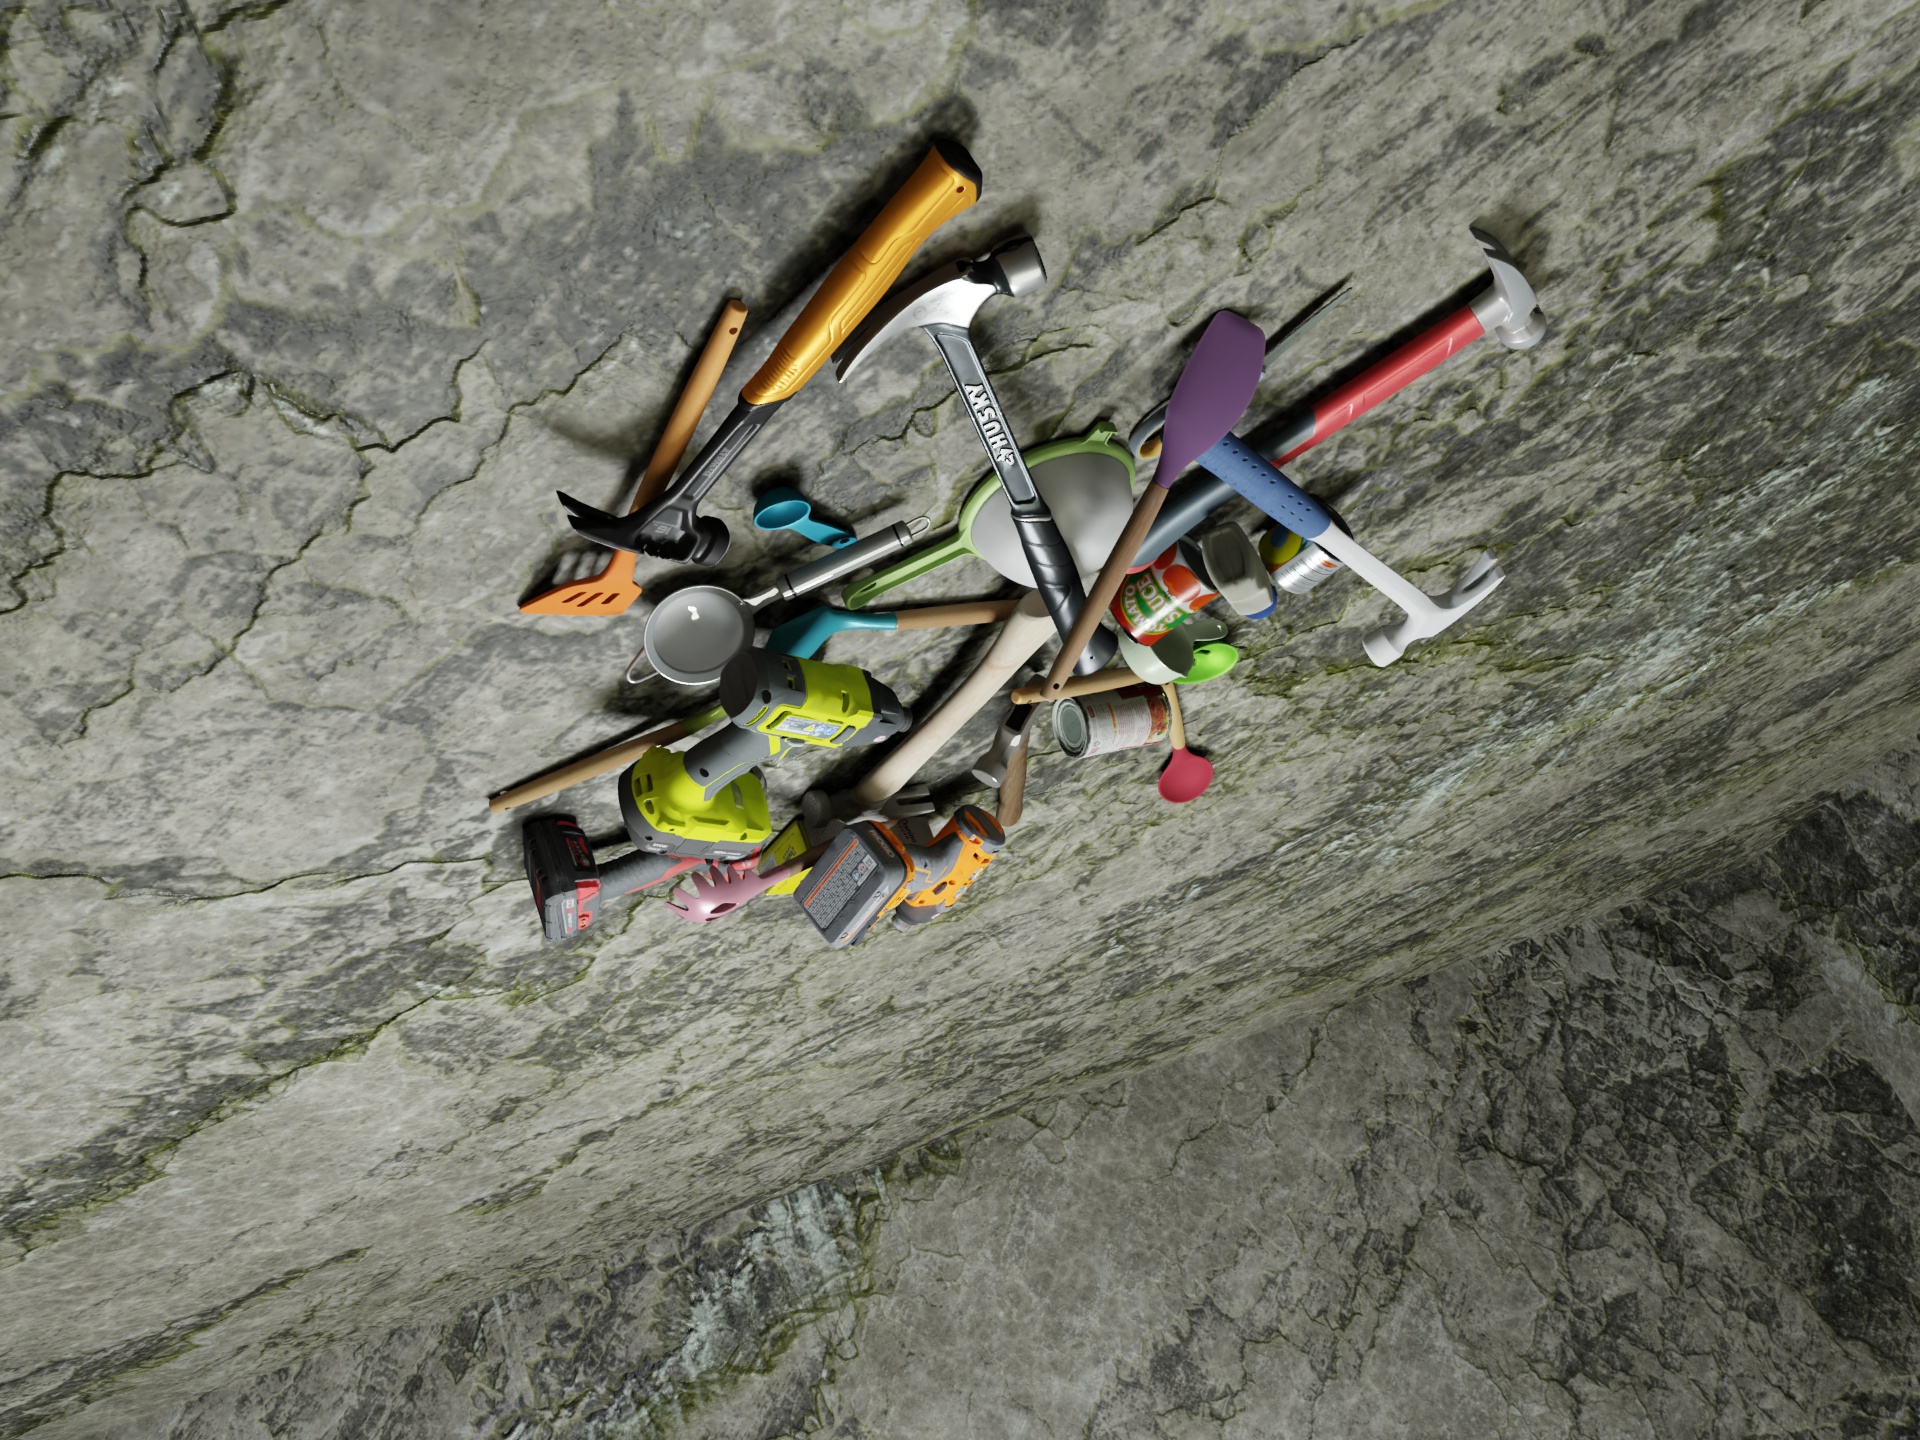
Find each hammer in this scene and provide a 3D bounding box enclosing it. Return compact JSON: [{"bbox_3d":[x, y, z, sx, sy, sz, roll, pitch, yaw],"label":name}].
[{"bbox_3d":[0.274,-0.240,1.273,0.386,0.038,0.143,-33,151,21],"label":"hammer"},{"bbox_3d":[0.041,-0.160,1.149,0.149,0.036,0.408,-22,140,6],"label":"hammer"},{"bbox_3d":[0.307,-0.160,1.322,0.144,0.035,0.405,-36,139,28],"label":"hammer"},{"bbox_3d":[-0.002,-0.005,1.476,0.146,0.038,0.410,-5,154,-34],"label":"hammer"},{"bbox_3d":[0.055,0.048,1.613,0.130,0.031,0.331,-59,170,-16],"label":"hammer"},{"bbox_3d":[-0.110,-0.221,0.978,0.337,0.034,0.127,-44,150,27],"label":"hammer"}]

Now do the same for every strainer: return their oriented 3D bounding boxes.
[{"bbox_3d":[0.031,-0.129,1.260,0.256,0.069,0.151,-25,154,2],"label":"strainer"},{"bbox_3d":[-0.140,-0.098,1.212,0.258,0.050,0.086,-25,128,3],"label":"strainer"}]

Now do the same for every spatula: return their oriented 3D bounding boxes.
[{"bbox_3d":[-0.212,-0.160,1.070,0.081,0.041,0.322,-1,143,-36],"label":"spatula"},{"bbox_3d":[-0.030,-0.077,1.344,0.317,0.044,0.082,-8,141,-28],"label":"spatula"},{"bbox_3d":[0.138,-0.152,1.186,0.059,0.018,0.316,23,104,-22],"label":"spatula"}]

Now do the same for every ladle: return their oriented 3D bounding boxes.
[{"bbox_3d":[-0.255,0.027,1.359,0.320,0.062,0.078,-22,161,6],"label":"ladle"},{"bbox_3d":[0.237,0.016,1.752,0.069,0.031,0.315,-25,152,0],"label":"ladle"}]

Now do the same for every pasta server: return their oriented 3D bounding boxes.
[{"bbox_3d":[-0.160,0.134,1.567,0.316,0.040,0.060,-23,157,-50],"label":"pasta server"}]

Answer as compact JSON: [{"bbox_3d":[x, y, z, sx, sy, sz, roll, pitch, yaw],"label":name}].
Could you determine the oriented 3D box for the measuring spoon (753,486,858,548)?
[{"bbox_3d":[-0.112,-0.150,1.178,0.042,0.021,0.128,-25,164,20],"label":"measuring spoon"}]

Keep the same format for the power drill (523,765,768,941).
[{"bbox_3d":[-0.284,0.114,1.483,0.226,0.080,0.187,-15,154,-21],"label":"power drill"}]

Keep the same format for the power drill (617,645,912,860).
[{"bbox_3d":[-0.159,0.028,1.287,0.171,0.080,0.223,12,141,-43],"label":"power drill"}]

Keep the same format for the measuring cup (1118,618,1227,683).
[{"bbox_3d":[0.205,-0.076,1.519,0.038,0.083,0.167,-29,170,35],"label":"measuring cup"}]

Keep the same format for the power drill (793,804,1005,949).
[{"bbox_3d":[-0.065,0.167,1.628,0.164,0.084,0.226,-52,156,23],"label":"power drill"}]

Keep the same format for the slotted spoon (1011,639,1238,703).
[{"bbox_3d":[0.159,-0.044,1.517,0.313,0.031,0.070,-11,154,-44],"label":"slotted spoon"}]
